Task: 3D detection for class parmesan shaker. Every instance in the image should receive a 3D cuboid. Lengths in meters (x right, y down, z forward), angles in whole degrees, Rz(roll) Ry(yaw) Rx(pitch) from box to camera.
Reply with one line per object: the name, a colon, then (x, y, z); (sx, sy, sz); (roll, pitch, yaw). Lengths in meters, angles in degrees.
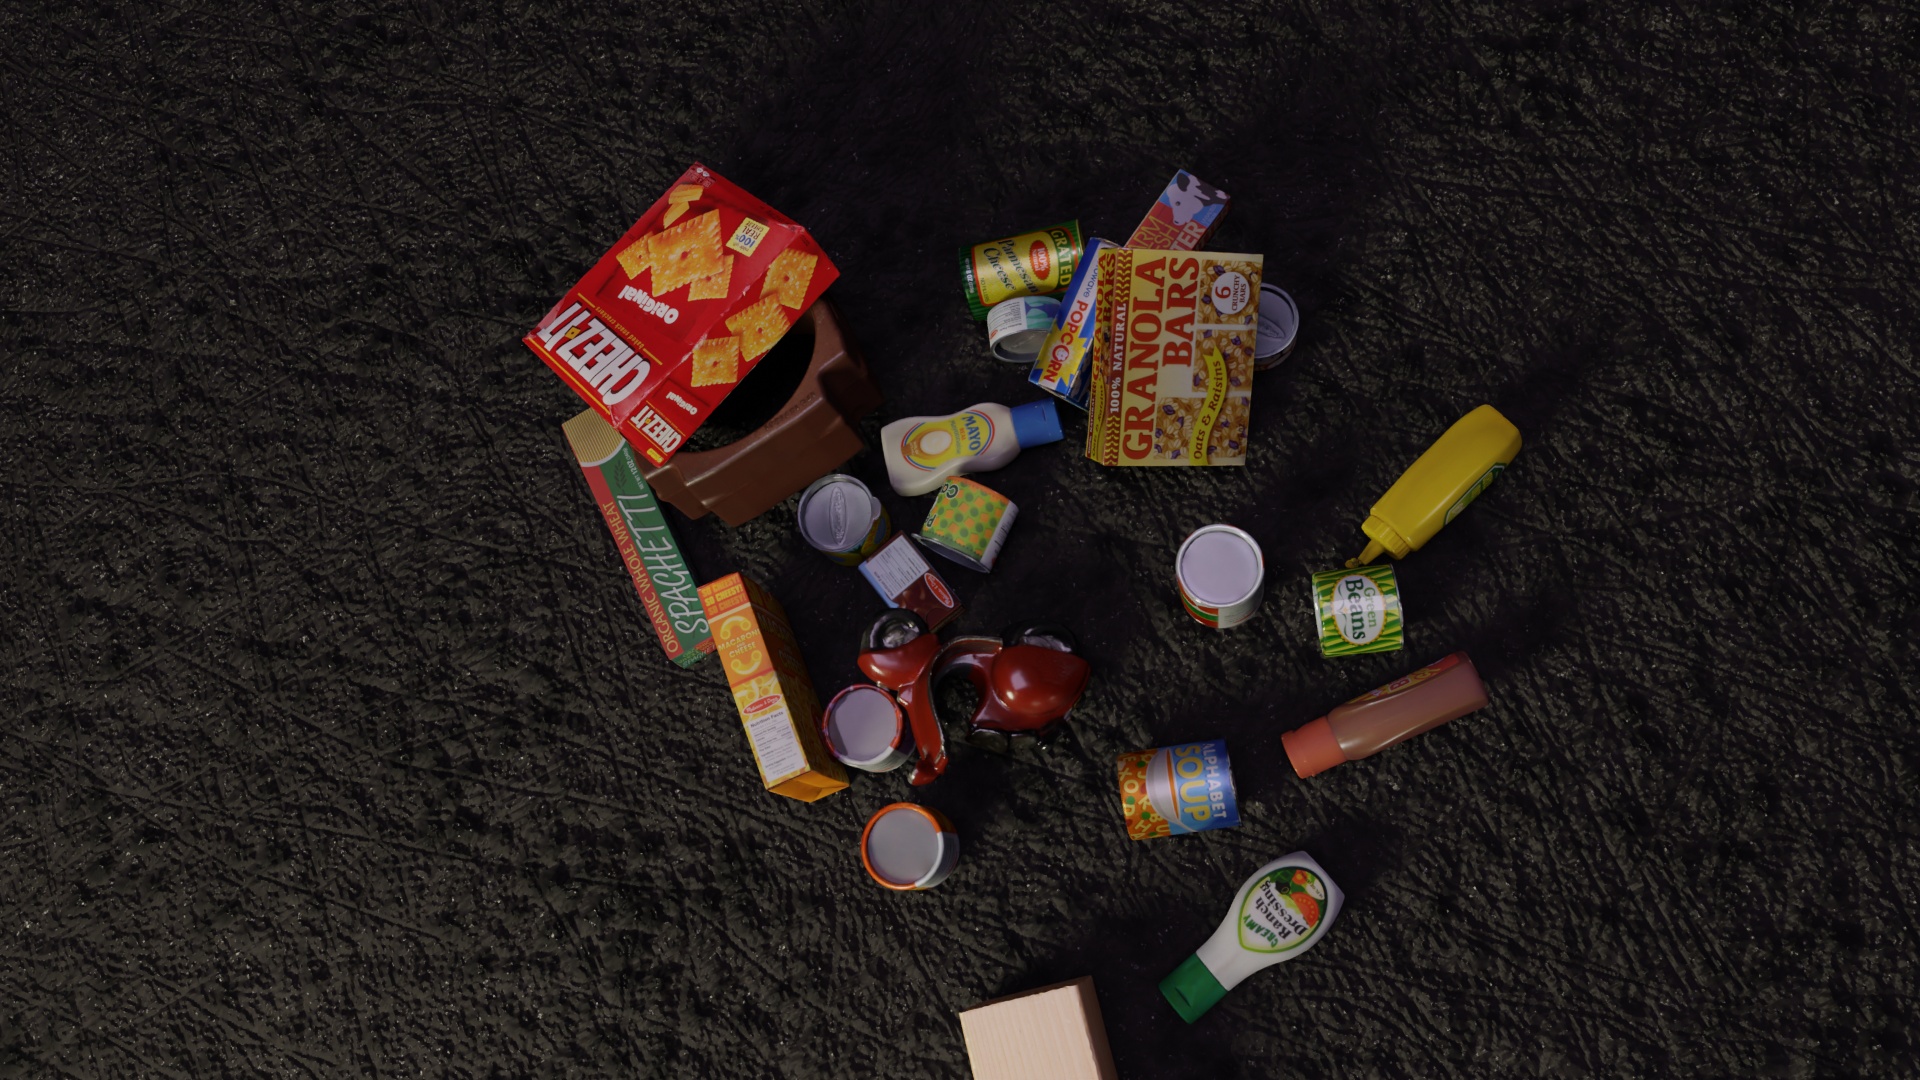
parmesan shaker: (0.056, -0.224, 1.171); (0.103, 0.071, 0.071); (-11, 74, 9)

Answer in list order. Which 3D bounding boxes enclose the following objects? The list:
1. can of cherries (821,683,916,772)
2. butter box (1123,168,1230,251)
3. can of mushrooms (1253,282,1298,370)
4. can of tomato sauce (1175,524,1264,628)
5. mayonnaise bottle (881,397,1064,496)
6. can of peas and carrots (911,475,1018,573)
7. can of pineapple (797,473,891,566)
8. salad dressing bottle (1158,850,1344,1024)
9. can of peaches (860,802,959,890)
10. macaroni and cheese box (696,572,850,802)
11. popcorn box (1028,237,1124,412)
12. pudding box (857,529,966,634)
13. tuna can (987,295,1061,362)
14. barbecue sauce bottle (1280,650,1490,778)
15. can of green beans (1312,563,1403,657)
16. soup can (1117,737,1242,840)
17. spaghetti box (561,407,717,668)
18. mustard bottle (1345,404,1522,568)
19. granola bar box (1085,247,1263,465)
can of cherries: (-0.072, 0.147, 1.106); (0.071, 0.058, 0.071); (-3, 76, 11)
butter box: (0.179, -0.258, 1.176); (0.053, 0.024, 0.103); (34, 84, 18)
can of mushrooms: (0.241, -0.172, 1.136); (0.071, 0.033, 0.071); (-3, 76, 10)
can of tomato sauce: (0.199, 0.027, 1.067); (0.071, 0.083, 0.071); (-3, 76, 11)
mayonnaise bottle: (0.011, -0.084, 1.157); (0.148, 0.041, 0.065); (-15, 72, 8)
can of peas and carrots: (0.004, -0.014, 1.126); (0.071, 0.071, 0.059); (23, 81, 16)
can of pineapple: (-0.094, -0.015, 1.152); (0.071, 0.057, 0.071); (-3, 76, 11)
salad dressing bottle: (0.212, 0.292, 1.017); (0.147, 0.044, 0.064); (-41, 71, -1)
can of peaches: (-0.041, 0.237, 1.076); (0.071, 0.058, 0.071); (-3, 76, 11)
macaroni and cheese box: (-0.145, 0.117, 1.094); (0.040, 0.123, 0.167); (-23, 72, 3)
popcorn box: (0.107, -0.172, 1.124); (0.038, 0.085, 0.126); (25, 95, 20)
pudding box: (-0.040, 0.039, 1.142); (0.049, 0.030, 0.084); (-40, 72, -1)
tuna can: (0.058, -0.176, 1.160); (0.071, 0.071, 0.033); (-8, 74, 10)
barbecue sauce bottle: (0.313, 0.131, 1.030); (0.148, 0.065, 0.044); (-27, 81, 13)
can of green beans: (0.299, 0.053, 1.049); (0.058, 0.071, 0.071); (-7, 75, 10)
soup can: (0.164, 0.186, 1.040); (0.084, 0.071, 0.071); (-10, 74, 9)
spaghetti box: (-0.274, -0.009, 1.203); (0.050, 0.028, 0.250); (-30, 72, 4)
mustard bottle: (0.357, -0.032, 1.063); (0.160, 0.065, 0.049); (-45, 67, 4)
granola bar box: (0.166, -0.143, 1.082); (0.124, 0.039, 0.165); (-1, 103, -17)
